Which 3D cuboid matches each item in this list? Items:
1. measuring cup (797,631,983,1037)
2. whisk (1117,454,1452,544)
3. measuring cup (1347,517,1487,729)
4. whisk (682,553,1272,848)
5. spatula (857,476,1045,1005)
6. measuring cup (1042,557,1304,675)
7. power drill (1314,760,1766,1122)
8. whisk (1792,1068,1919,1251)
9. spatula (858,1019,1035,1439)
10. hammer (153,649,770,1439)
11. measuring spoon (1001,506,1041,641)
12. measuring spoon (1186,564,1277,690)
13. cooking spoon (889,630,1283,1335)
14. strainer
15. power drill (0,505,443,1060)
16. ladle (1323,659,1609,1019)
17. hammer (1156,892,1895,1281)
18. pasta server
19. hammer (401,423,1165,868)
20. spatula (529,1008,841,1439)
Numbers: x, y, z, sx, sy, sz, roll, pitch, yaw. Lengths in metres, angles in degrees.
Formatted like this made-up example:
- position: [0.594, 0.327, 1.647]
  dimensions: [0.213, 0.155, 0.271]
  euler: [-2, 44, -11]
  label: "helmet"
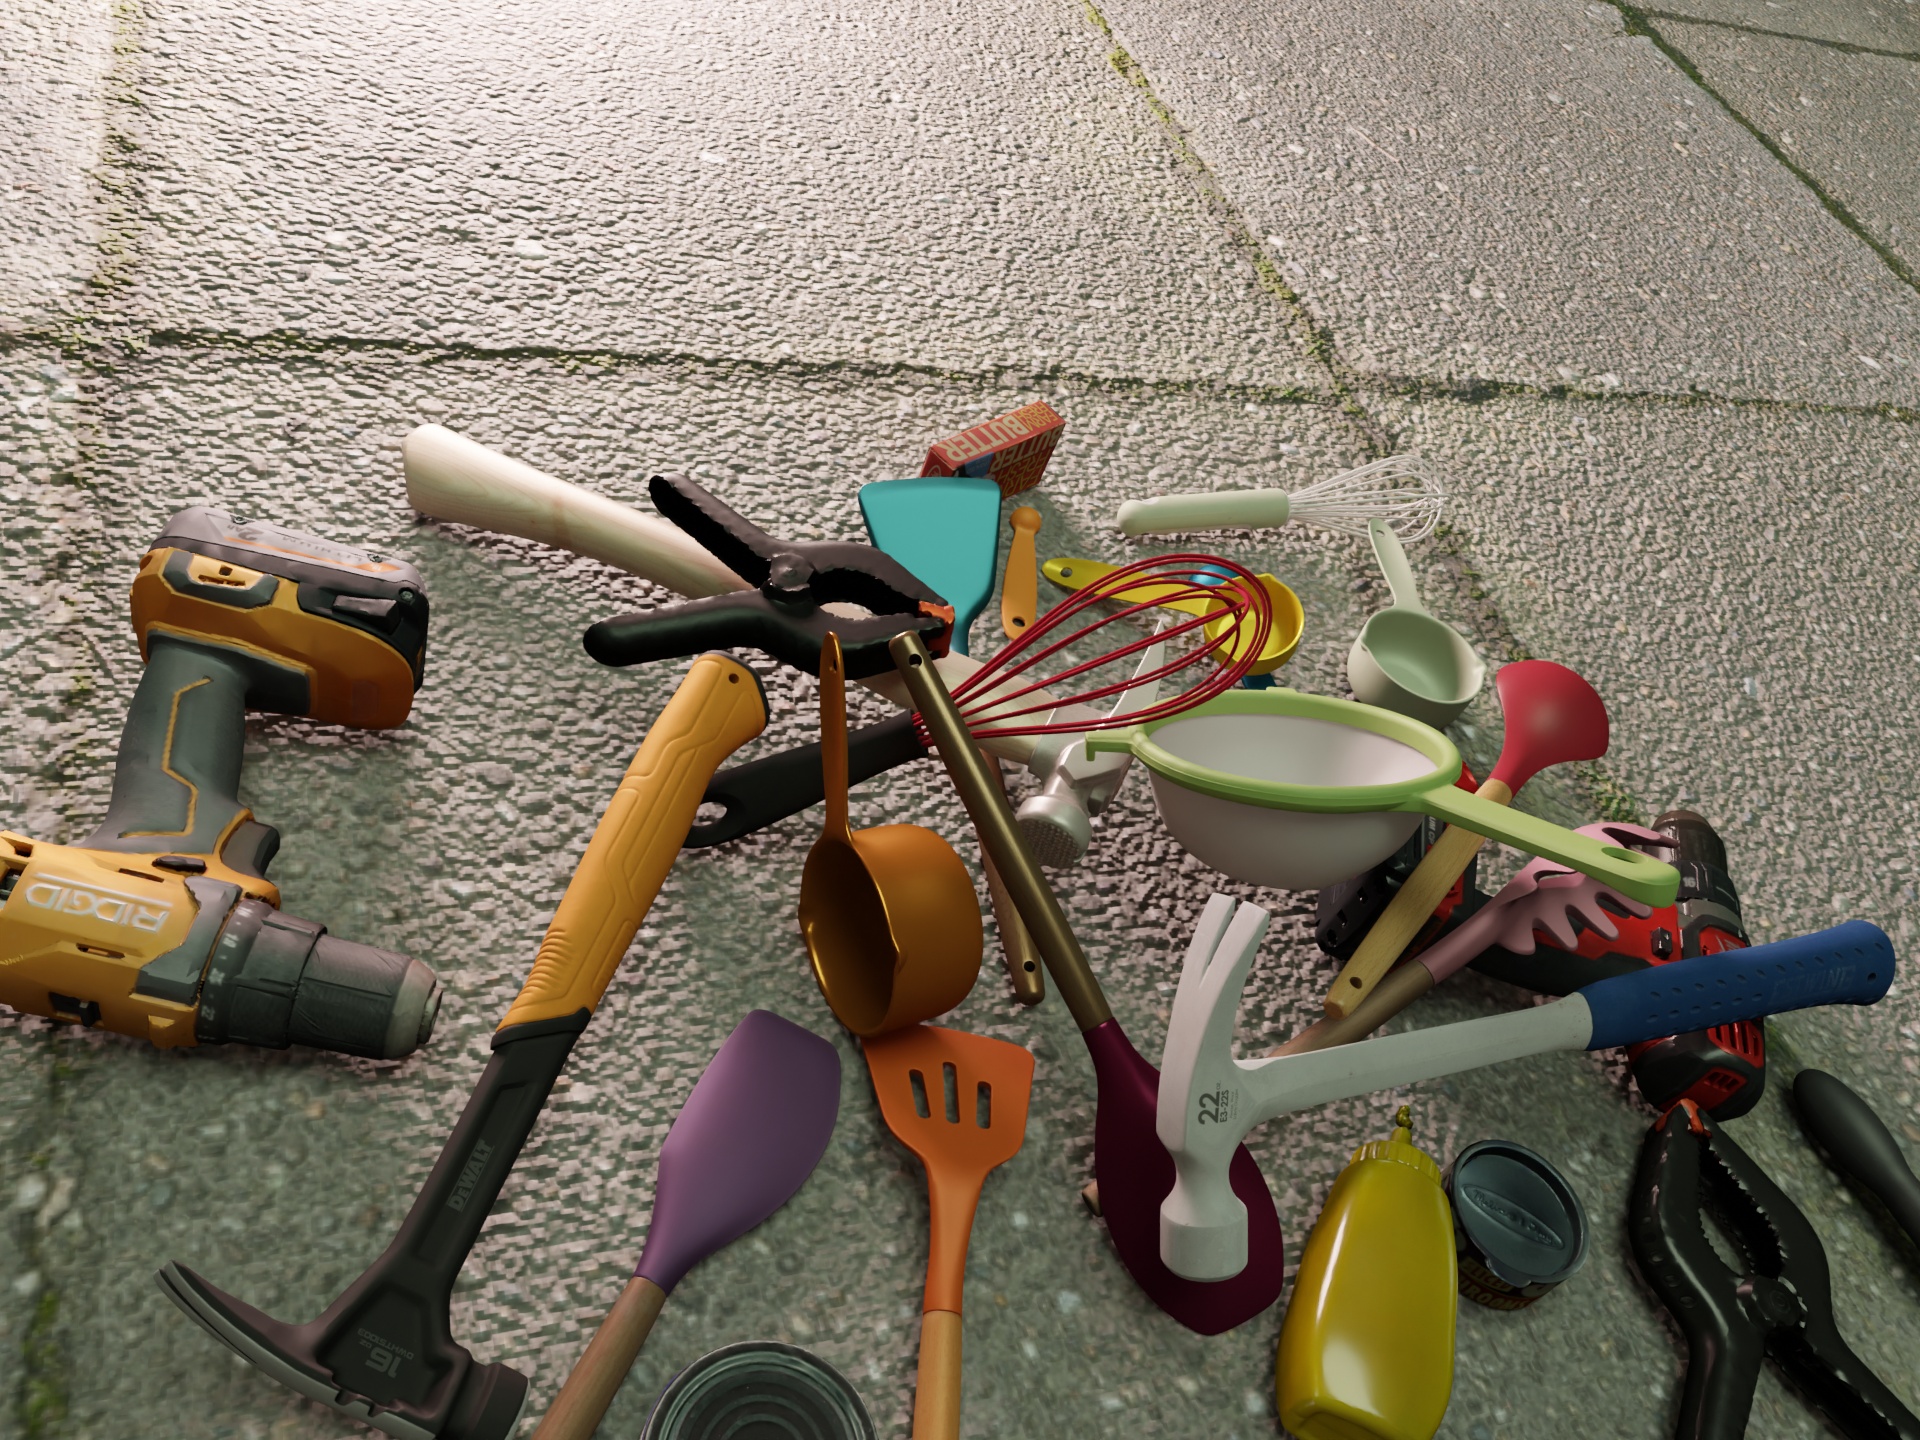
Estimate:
- position: [-0.030, 0.047, 0.685]
  dimensions: [0.052, 0.173, 0.095]
  euler: [-7, 7, -30]
  label: "measuring cup"
- position: [0.211, -0.136, 1.021]
  dimensions: [0.246, 0.059, 0.058]
  euler: [-7, 11, -21]
  label: "whisk"
- position: [0.266, -0.060, 0.974]
  dimensions: [0.083, 0.038, 0.168]
  euler: [10, 44, -12]
  label: "measuring cup"
- position: [-0.001, -0.002, 0.718]
  dimensions: [0.296, 0.073, 0.073]
  euler: [-21, 52, 7]
  label: "whisk"
- position: [0.007, -0.001, 0.815]
  dimensions: [0.082, 0.044, 0.318]
  euler: [-3, 51, -12]
  label: "spatula"
- position: [0.122, -0.066, 0.929]
  dimensions: [0.156, 0.029, 0.062]
  euler: [16, 65, 16]
  label: "measuring cup"
- position: [0.310, 0.088, 0.829]
  dimensions: [0.226, 0.080, 0.188]
  euler: [24, 46, -2]
  label: "power drill"
- position: [0.486, 0.281, 0.734]
  dimensions: [0.070, 0.070, 0.285]
  euler: [-6, 46, -26]
  label: "whisk"
- position: [-0.010, 0.251, 0.594]
  dimensions: [0.081, 0.041, 0.323]
  euler: [12, 50, -10]
  label: "spatula"
- position: [-0.160, 0.096, 0.618]
  dimensions: [0.127, 0.034, 0.337]
  euler: [34, 50, -15]
  label: "hammer"
- position: [0.037, -0.088, 0.929]
  dimensions: [0.021, 0.011, 0.117]
  euler: [14, 46, -8]
  label: "measuring spoon"
- position: [0.170, -0.048, 0.936]
  dimensions: [0.042, 0.021, 0.129]
  euler: [0, 50, -22]
  label: "measuring spoon"
- position: [0.045, 0.105, 0.668]
  dimensions: [0.069, 0.017, 0.319]
  euler: [-26, 83, -9]
  label: "cooking spoon"
- position: [0.186, 0.052, 0.701]
  dimensions: [0.151, 0.069, 0.257]
  euler: [-13, 24, -40]
  label: "strainer"
- position: [-0.284, 0.030, 0.654]
  dimensions: [0.185, 0.084, 0.226]
  euler: [16, 49, -10]
  label: "power drill"
- position: [0.247, 0.047, 0.765]
  dimensions: [0.069, 0.031, 0.315]
  euler: [39, 47, 13]
  label: "ladle"
- position: [0.260, 0.126, 0.686]
  dimensions: [0.405, 0.144, 0.035]
  euler: [-5, 9, -26]
  label: "hammer"
- position: [0.189, 0.131, 0.704]
  dimensions: [0.316, 0.060, 0.040]
  euler: [-30, 42, -16]
  label: "pasta server"
- position: [-0.098, -0.068, 0.813]
  dimensions: [0.411, 0.038, 0.146]
  euler: [24, 54, 9]
  label: "hammer"
- position: [-0.123, 0.228, 0.573]
  dimensions: [0.060, 0.018, 0.316]
  euler: [27, 44, 5]
  label: "spatula"
